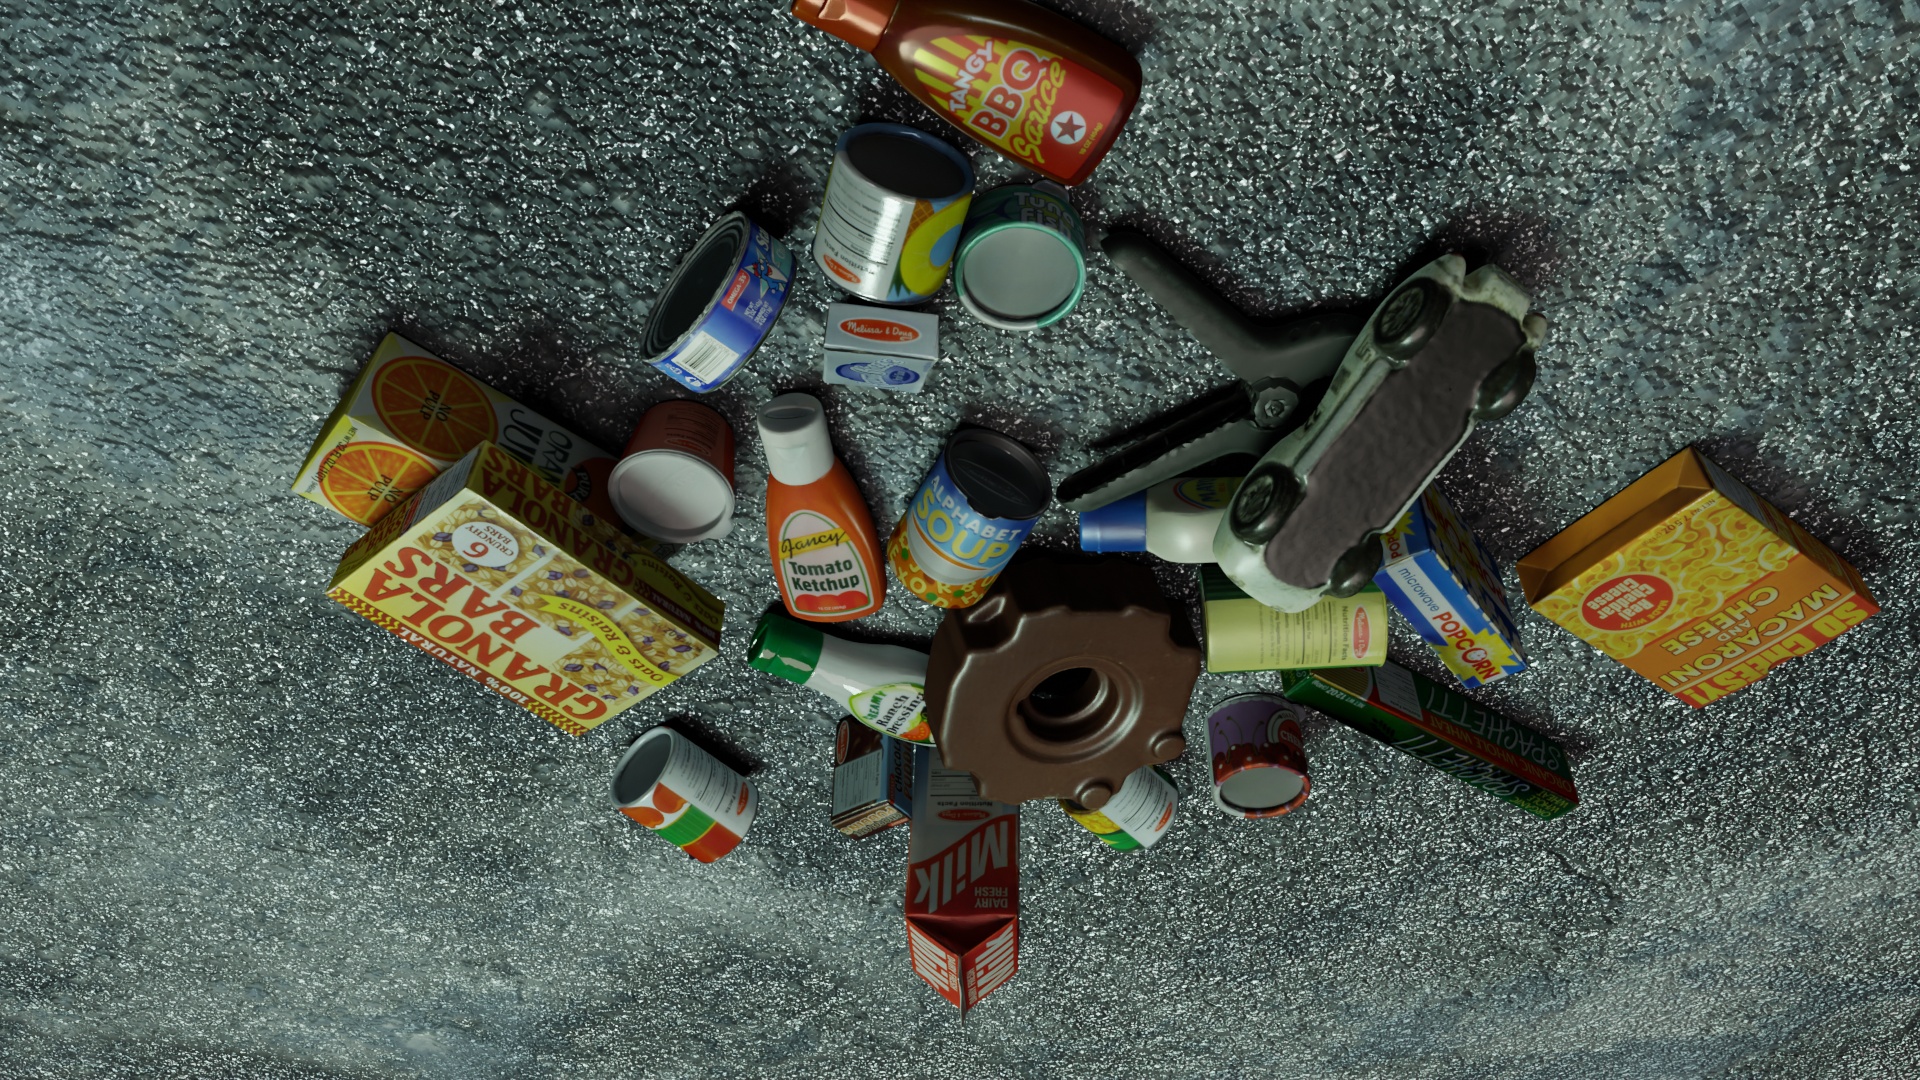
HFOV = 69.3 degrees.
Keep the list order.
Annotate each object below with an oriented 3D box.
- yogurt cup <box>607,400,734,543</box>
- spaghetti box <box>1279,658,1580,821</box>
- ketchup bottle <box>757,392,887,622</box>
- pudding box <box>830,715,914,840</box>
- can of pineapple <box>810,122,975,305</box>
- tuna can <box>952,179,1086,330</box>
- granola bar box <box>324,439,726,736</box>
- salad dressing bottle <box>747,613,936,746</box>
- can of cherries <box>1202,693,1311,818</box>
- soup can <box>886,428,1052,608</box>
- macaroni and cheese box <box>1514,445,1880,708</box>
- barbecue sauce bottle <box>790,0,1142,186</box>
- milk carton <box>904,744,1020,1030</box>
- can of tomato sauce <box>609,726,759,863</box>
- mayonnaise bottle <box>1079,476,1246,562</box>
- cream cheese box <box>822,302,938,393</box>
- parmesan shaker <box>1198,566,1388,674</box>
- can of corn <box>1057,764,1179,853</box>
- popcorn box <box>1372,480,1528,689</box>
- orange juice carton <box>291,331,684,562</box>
[{"bbox_3d":[-0.156,-0.040,0.768,0.072,0.054,0.072,1,135,1],"label":"yogurt cup"},{"bbox_3d":[0.311,0.121,0.917,0.250,0.050,0.028,26,132,-22],"label":"spaghetti box"},{"bbox_3d":[-0.083,-0.017,0.797,0.065,0.044,0.148,-4,134,6],"label":"ketchup bottle"},{"bbox_3d":[-0.058,0.154,0.939,0.049,0.084,0.030,-27,131,25],"label":"pudding box"},{"bbox_3d":[-0.031,-0.153,0.647,0.071,0.071,0.057,12,134,-10],"label":"can of pineapple"},{"bbox_3d":[0.030,-0.139,0.680,0.071,0.033,0.070,1,135,1],"label":"tuna can"},{"bbox_3d":[-0.230,0.032,0.749,0.124,0.039,0.165,-30,128,27],"label":"granola bar box"},{"bbox_3d":[-0.064,0.089,0.901,0.147,0.044,0.064,23,128,-19],"label":"salad dressing bottle"},{"bbox_3d":[0.202,0.145,0.939,0.071,0.059,0.071,1,135,1],"label":"can of cherries"},{"bbox_3d":[0.003,-0.010,0.782,0.071,0.072,0.083,19,132,-16],"label":"soup can"},{"bbox_3d":[0.438,0.029,0.828,0.166,0.040,0.123,28,130,-23],"label":"macaroni and cheese box"},{"bbox_3d":[0.001,-0.211,0.601,0.148,0.044,0.064,21,133,-18],"label":"barbecue sauce bottle"},{"bbox_3d":[0.003,0.220,0.925,0.073,0.191,0.072,-1,135,3],"label":"milk carton"},{"bbox_3d":[-0.196,0.180,0.980,0.071,0.071,0.083,-29,127,27],"label":"can of tomato sauce"},{"bbox_3d":[0.142,-0.013,0.783,0.148,0.065,0.041,-1,117,8],"label":"mayonnaise bottle"},{"bbox_3d":[-0.041,-0.094,0.690,0.053,0.024,0.103,6,177,-6],"label":"cream cheese box"},{"bbox_3d":[0.197,0.042,0.833,0.103,0.072,0.071,-3,135,6],"label":"parmesan shaker"},{"bbox_3d":[0.107,0.175,0.968,0.071,0.071,0.058,-29,126,27],"label":"can of corn"},{"bbox_3d":[0.270,0.015,0.788,0.038,0.085,0.126,-28,128,28],"label":"popcorn box"},{"bbox_3d":[-0.254,-0.025,0.774,0.192,0.073,0.071,31,127,-27],"label":"orange juice carton"}]
